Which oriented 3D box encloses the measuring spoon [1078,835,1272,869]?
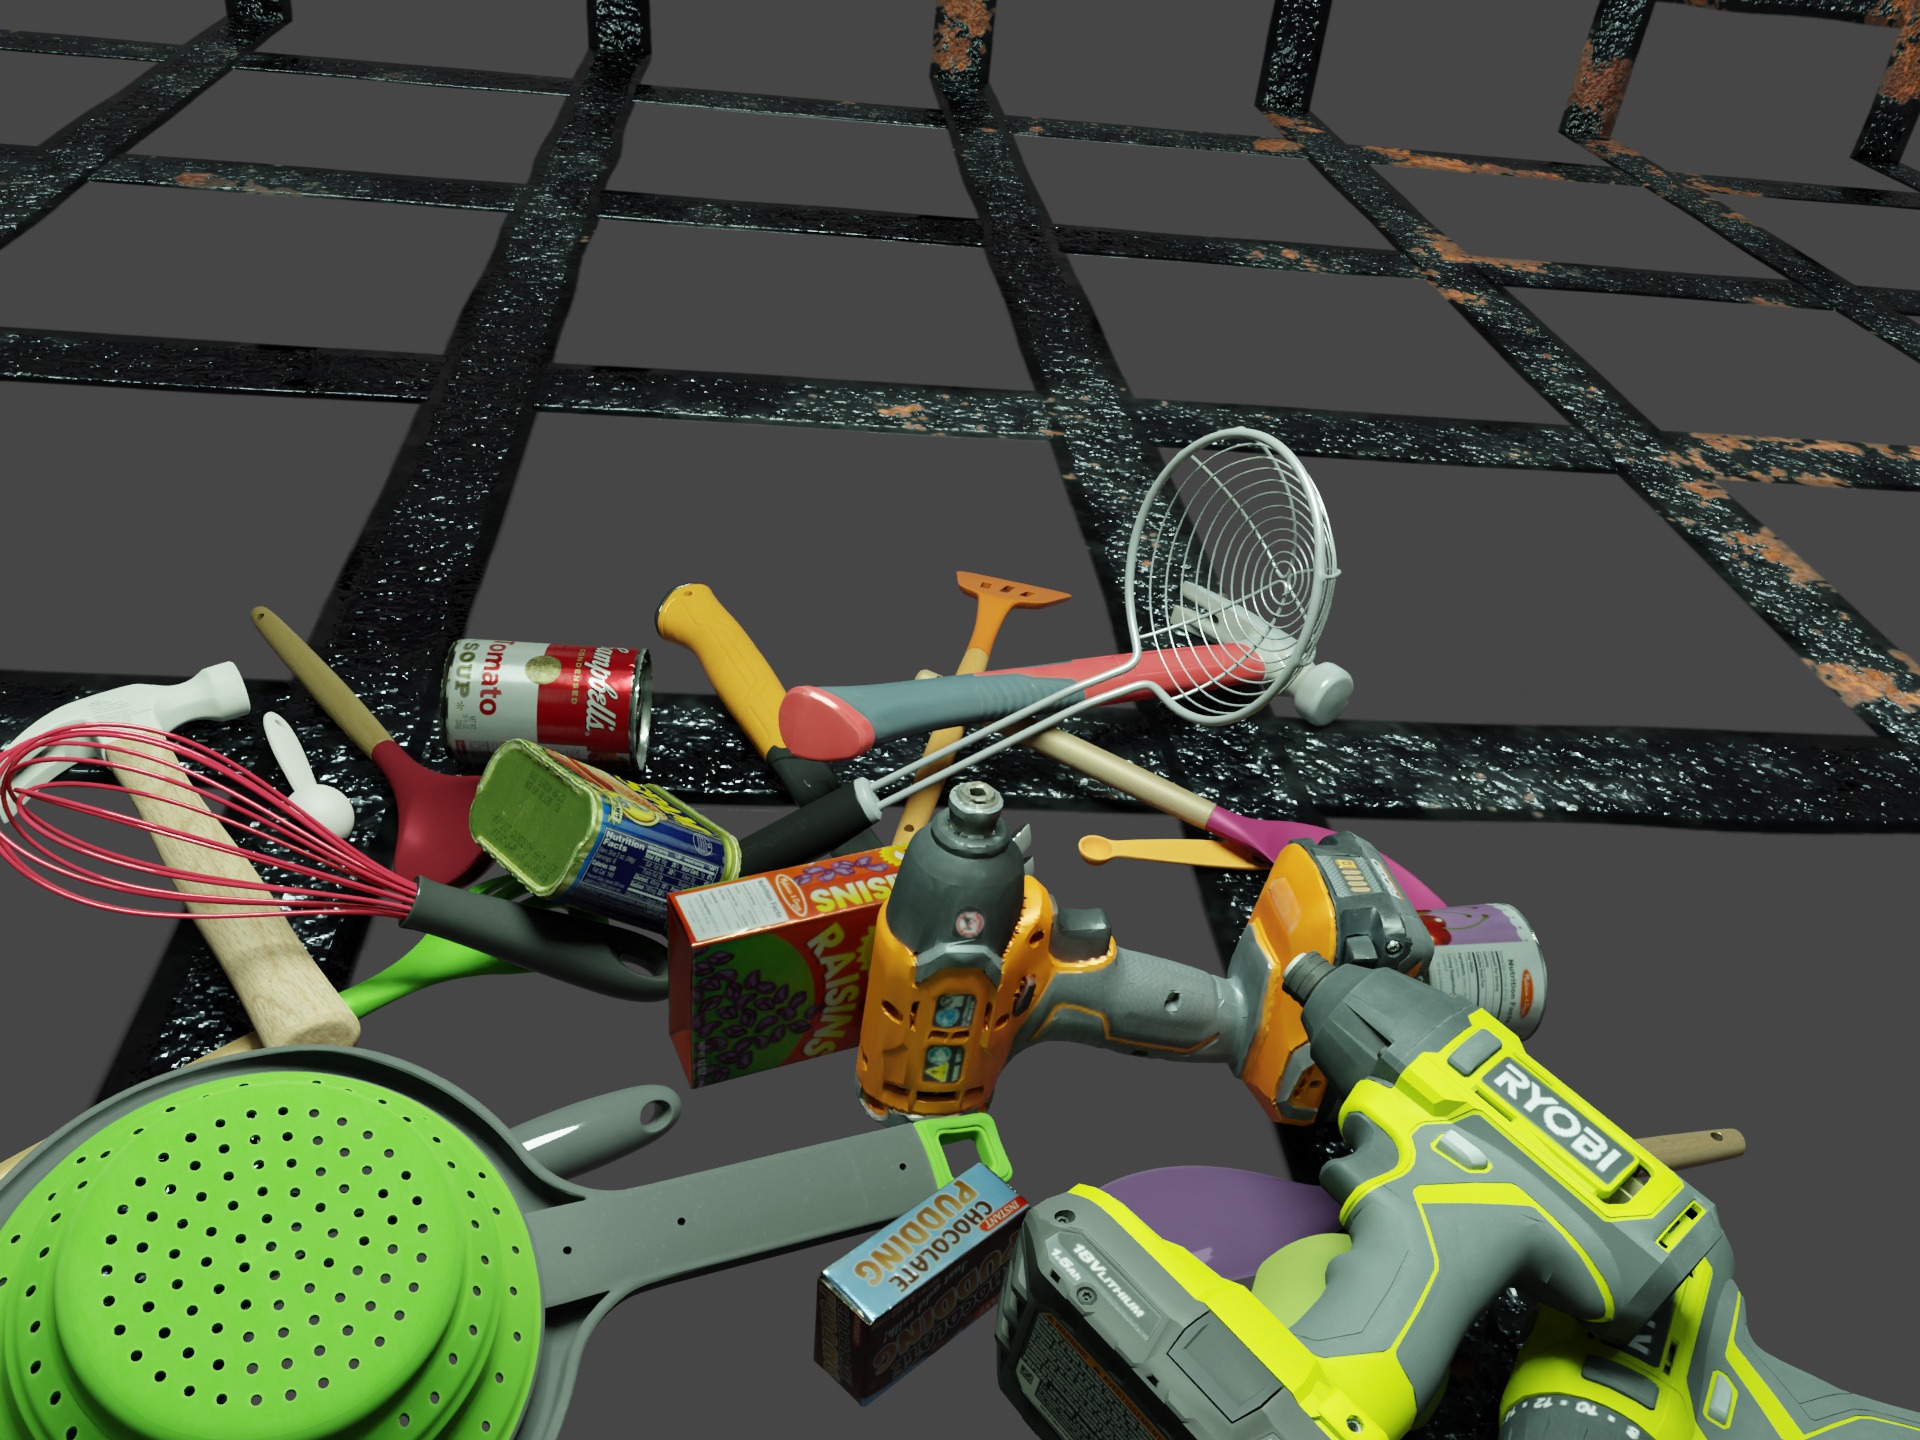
[{"bbox_3d":[0.119,0.074,0.855,0.117,0.011,0.021,4,36,-11],"label":"measuring spoon"}]

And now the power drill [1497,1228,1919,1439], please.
[{"bbox_3d":[0.295,0.273,0.530,0.229,0.080,0.190,21,36,24],"label":"power drill"}]

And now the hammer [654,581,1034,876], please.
[{"bbox_3d":[-0.090,0.008,0.877,0.127,0.034,0.337,-23,40,-17],"label":"hammer"}]

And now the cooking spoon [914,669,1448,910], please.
[{"bbox_3d":[0.114,0.042,0.870,0.319,0.017,0.069,26,35,16],"label":"cooking spoon"}]

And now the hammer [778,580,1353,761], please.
[{"bbox_3d":[0.055,-0.027,0.905,0.386,0.038,0.143,-8,34,-40],"label":"hammer"}]

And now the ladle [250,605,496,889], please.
[{"bbox_3d":[-0.322,0.006,0.855,0.069,0.031,0.316,-45,49,-12],"label":"ladle"}]

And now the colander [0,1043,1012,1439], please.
[{"bbox_3d":[-0.145,0.173,0.535,0.397,0.094,0.205,-6,57,-29],"label":"colander"}]

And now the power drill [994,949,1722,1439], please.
[{"bbox_3d":[0.125,0.173,0.536,0.223,0.080,0.171,-24,51,-36],"label":"power drill"}]

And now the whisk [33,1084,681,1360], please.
[{"bbox_3d":[-0.215,0.181,0.601,0.239,0.055,0.055,-13,38,-34],"label":"whisk"}]

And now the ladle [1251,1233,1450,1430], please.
[{"bbox_3d":[0.037,0.261,0.541,0.320,0.062,0.078,-19,42,-23],"label":"ladle"}]

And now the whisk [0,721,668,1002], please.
[{"bbox_3d":[-0.250,0.070,0.668,0.295,0.073,0.073,23,26,-27],"label":"whisk"}]

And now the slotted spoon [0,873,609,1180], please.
[{"bbox_3d":[-0.285,0.136,0.672,0.070,0.031,0.314,32,42,32],"label":"slotted spoon"}]

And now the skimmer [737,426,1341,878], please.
[{"bbox_3d":[-0.001,-0.002,0.712,0.363,0.090,0.127,-27,58,10],"label":"skimmer"}]

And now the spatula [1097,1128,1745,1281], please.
[{"bbox_3d":[0.195,0.198,0.674,0.316,0.018,0.060,-4,34,-14],"label":"spatula"}]

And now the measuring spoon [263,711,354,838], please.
[{"bbox_3d":[-0.340,0.022,0.827,0.034,0.018,0.124,36,4,-45],"label":"measuring spoon"}]

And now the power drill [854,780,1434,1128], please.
[{"bbox_3d":[0.075,0.099,0.672,0.226,0.164,0.084,2,32,-11],"label":"power drill"}]

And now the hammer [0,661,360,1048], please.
[{"bbox_3d":[-0.357,0.062,0.739,0.130,0.031,0.332,-20,37,-32],"label":"hammer"}]

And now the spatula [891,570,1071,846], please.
[{"bbox_3d":[0.004,-0.017,0.958,0.081,0.041,0.323,12,38,7],"label":"spatula"}]
